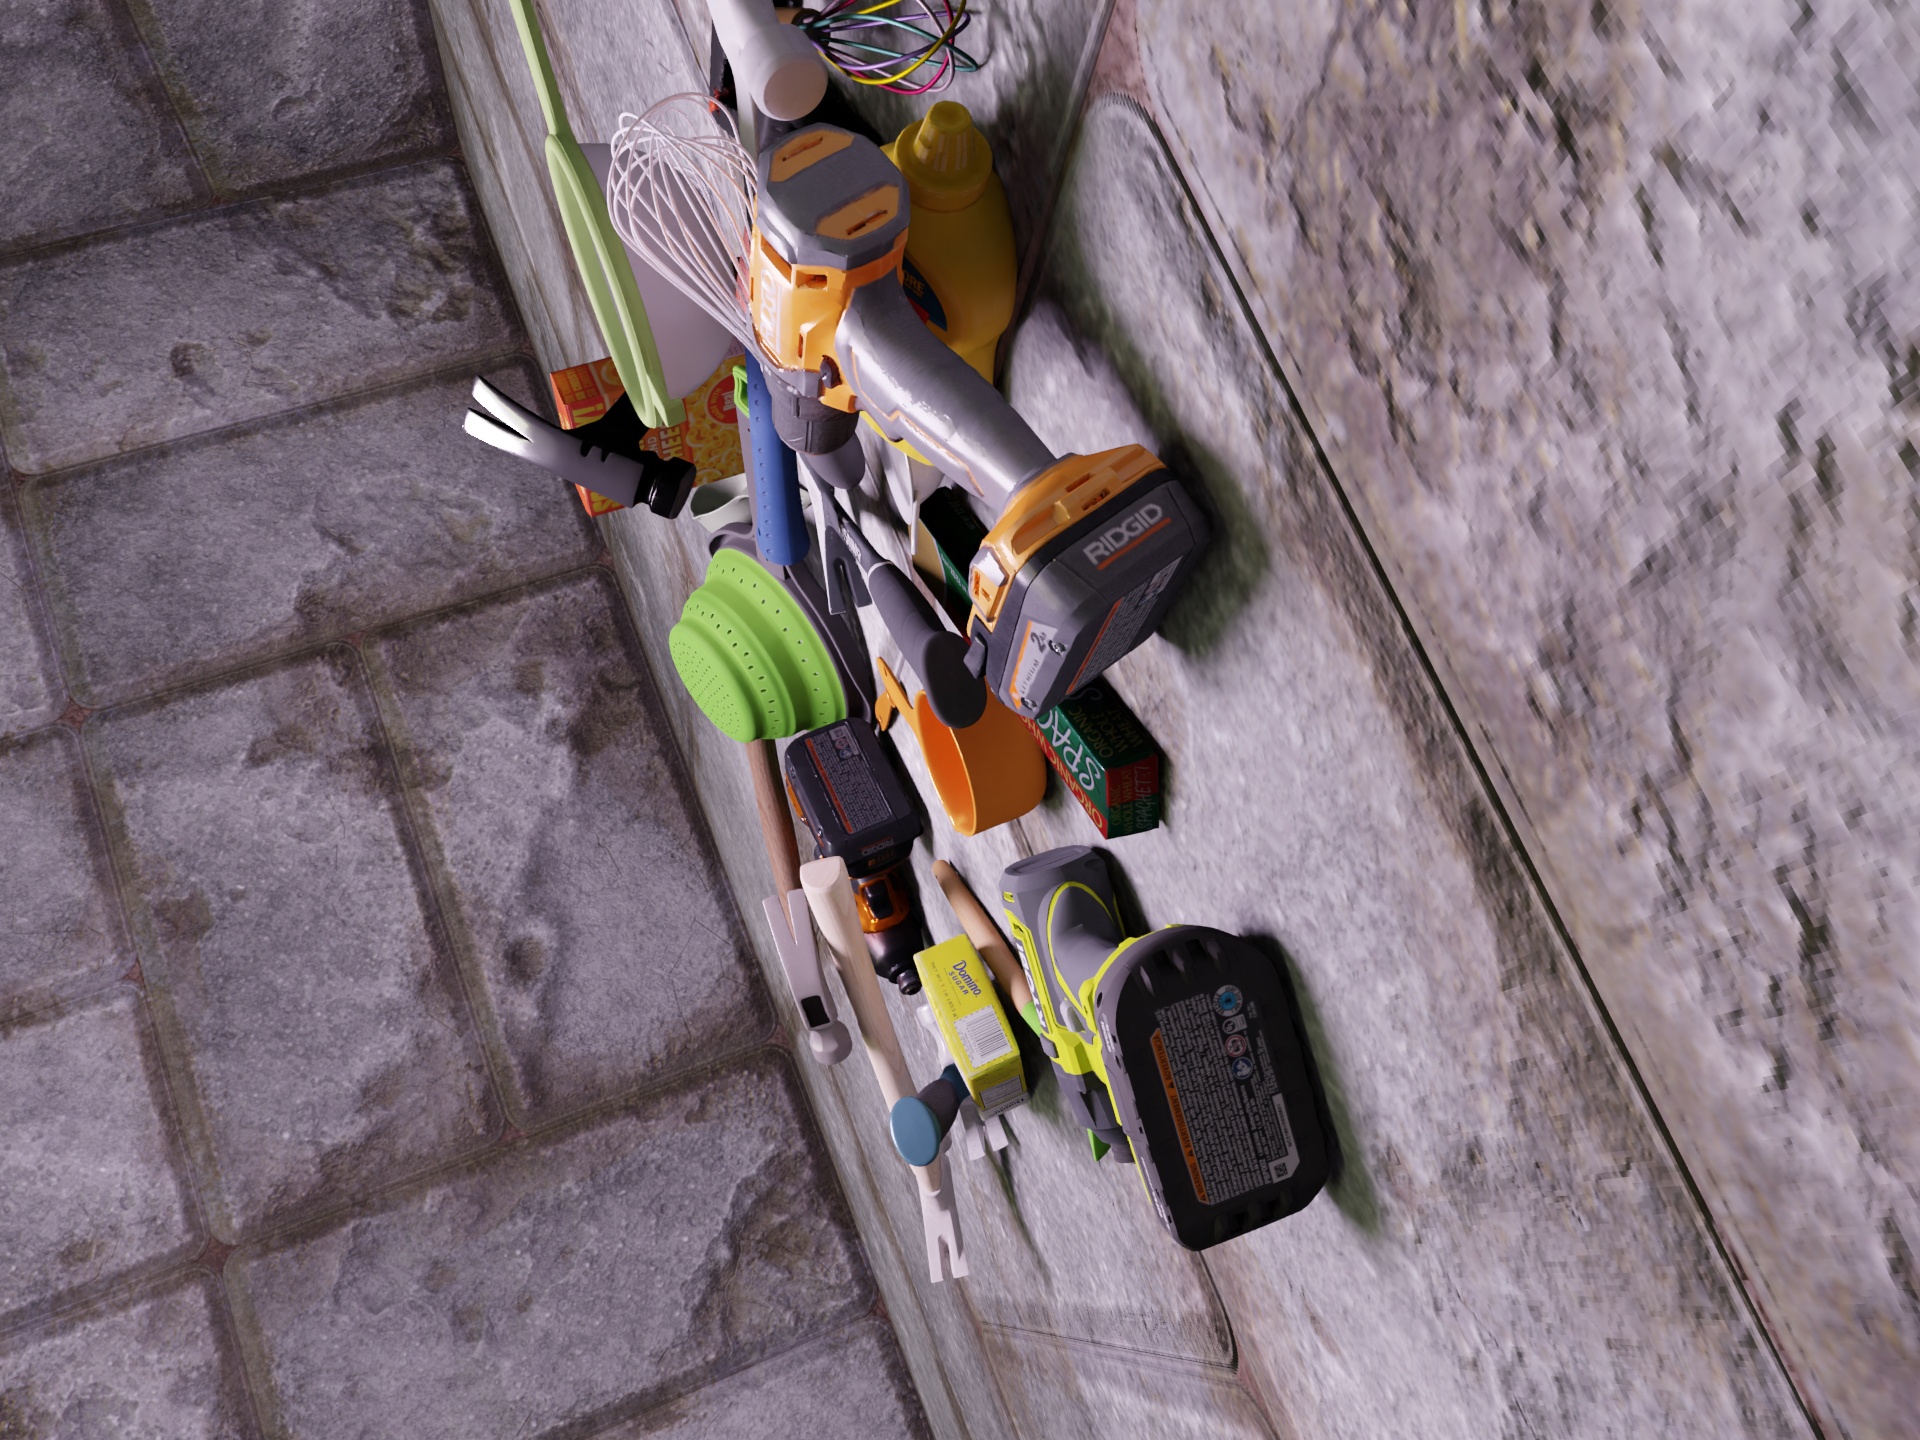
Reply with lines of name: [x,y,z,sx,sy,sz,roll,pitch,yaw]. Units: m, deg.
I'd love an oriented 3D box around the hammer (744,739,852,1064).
hammer: [-0.140,0.106,1.259,0.332,0.031,0.129,-110,6,-48]

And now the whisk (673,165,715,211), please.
whisk: [-0.189,-0.316,1.255,0.059,0.058,0.246,-47,-60,-67]

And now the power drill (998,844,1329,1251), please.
power drill: [0.088,0.158,0.768,0.223,0.080,0.171,-169,62,-78]

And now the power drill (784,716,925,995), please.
power drill: [-0.075,0.120,1.301,0.226,0.084,0.164,86,160,-56]

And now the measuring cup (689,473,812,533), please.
measuring cup: [-0.159,-0.177,1.295,0.168,0.083,0.038,20,157,49]

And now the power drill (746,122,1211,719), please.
power drill: [-0.011,-0.111,0.670,0.226,0.084,0.185,51,161,11]

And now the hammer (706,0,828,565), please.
hammer: [-0.109,-0.227,0.863,0.405,0.035,0.144,95,151,-59]

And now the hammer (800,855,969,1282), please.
hammer: [-0.055,0.266,1.226,0.146,0.038,0.410,-103,-2,-51]

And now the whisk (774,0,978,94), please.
whisk: [-0.057,-0.317,0.729,0.245,0.051,0.047,39,122,54]

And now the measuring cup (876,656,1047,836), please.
measuring cup: [-0.001,-0.003,0.935,0.174,0.052,0.095,-127,23,-54]

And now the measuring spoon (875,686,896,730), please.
measuring spoon: [-0.054,-0.010,1.200,0.117,0.011,0.021,123,128,-76]

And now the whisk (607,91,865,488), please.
whisk: [-0.095,-0.187,0.763,0.070,0.070,0.284,64,-178,27]

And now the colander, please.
colander: [-0.168,-0.098,1.217,0.205,0.094,0.396,42,154,26]

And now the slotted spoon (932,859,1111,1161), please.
slotted spoon: [0.038,0.176,1.061,0.314,0.031,0.070,-128,23,-56]

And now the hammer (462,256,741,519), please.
hammer: [-0.183,-0.229,0.989,0.337,0.127,0.034,-73,8,-56]

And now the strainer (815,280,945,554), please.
strainer: [-0.056,-0.208,0.866,0.086,0.050,0.259,101,145,-71]

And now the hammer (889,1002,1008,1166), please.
hammer: [-0.014,0.279,1.176,0.331,0.033,0.128,43,-157,-82]

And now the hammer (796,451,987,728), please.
hammer: [-0.049,-0.083,0.938,0.409,0.036,0.149,-123,20,-64]

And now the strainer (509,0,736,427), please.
strainer: [-0.167,-0.278,0.792,0.152,0.069,0.256,-137,30,-65]
